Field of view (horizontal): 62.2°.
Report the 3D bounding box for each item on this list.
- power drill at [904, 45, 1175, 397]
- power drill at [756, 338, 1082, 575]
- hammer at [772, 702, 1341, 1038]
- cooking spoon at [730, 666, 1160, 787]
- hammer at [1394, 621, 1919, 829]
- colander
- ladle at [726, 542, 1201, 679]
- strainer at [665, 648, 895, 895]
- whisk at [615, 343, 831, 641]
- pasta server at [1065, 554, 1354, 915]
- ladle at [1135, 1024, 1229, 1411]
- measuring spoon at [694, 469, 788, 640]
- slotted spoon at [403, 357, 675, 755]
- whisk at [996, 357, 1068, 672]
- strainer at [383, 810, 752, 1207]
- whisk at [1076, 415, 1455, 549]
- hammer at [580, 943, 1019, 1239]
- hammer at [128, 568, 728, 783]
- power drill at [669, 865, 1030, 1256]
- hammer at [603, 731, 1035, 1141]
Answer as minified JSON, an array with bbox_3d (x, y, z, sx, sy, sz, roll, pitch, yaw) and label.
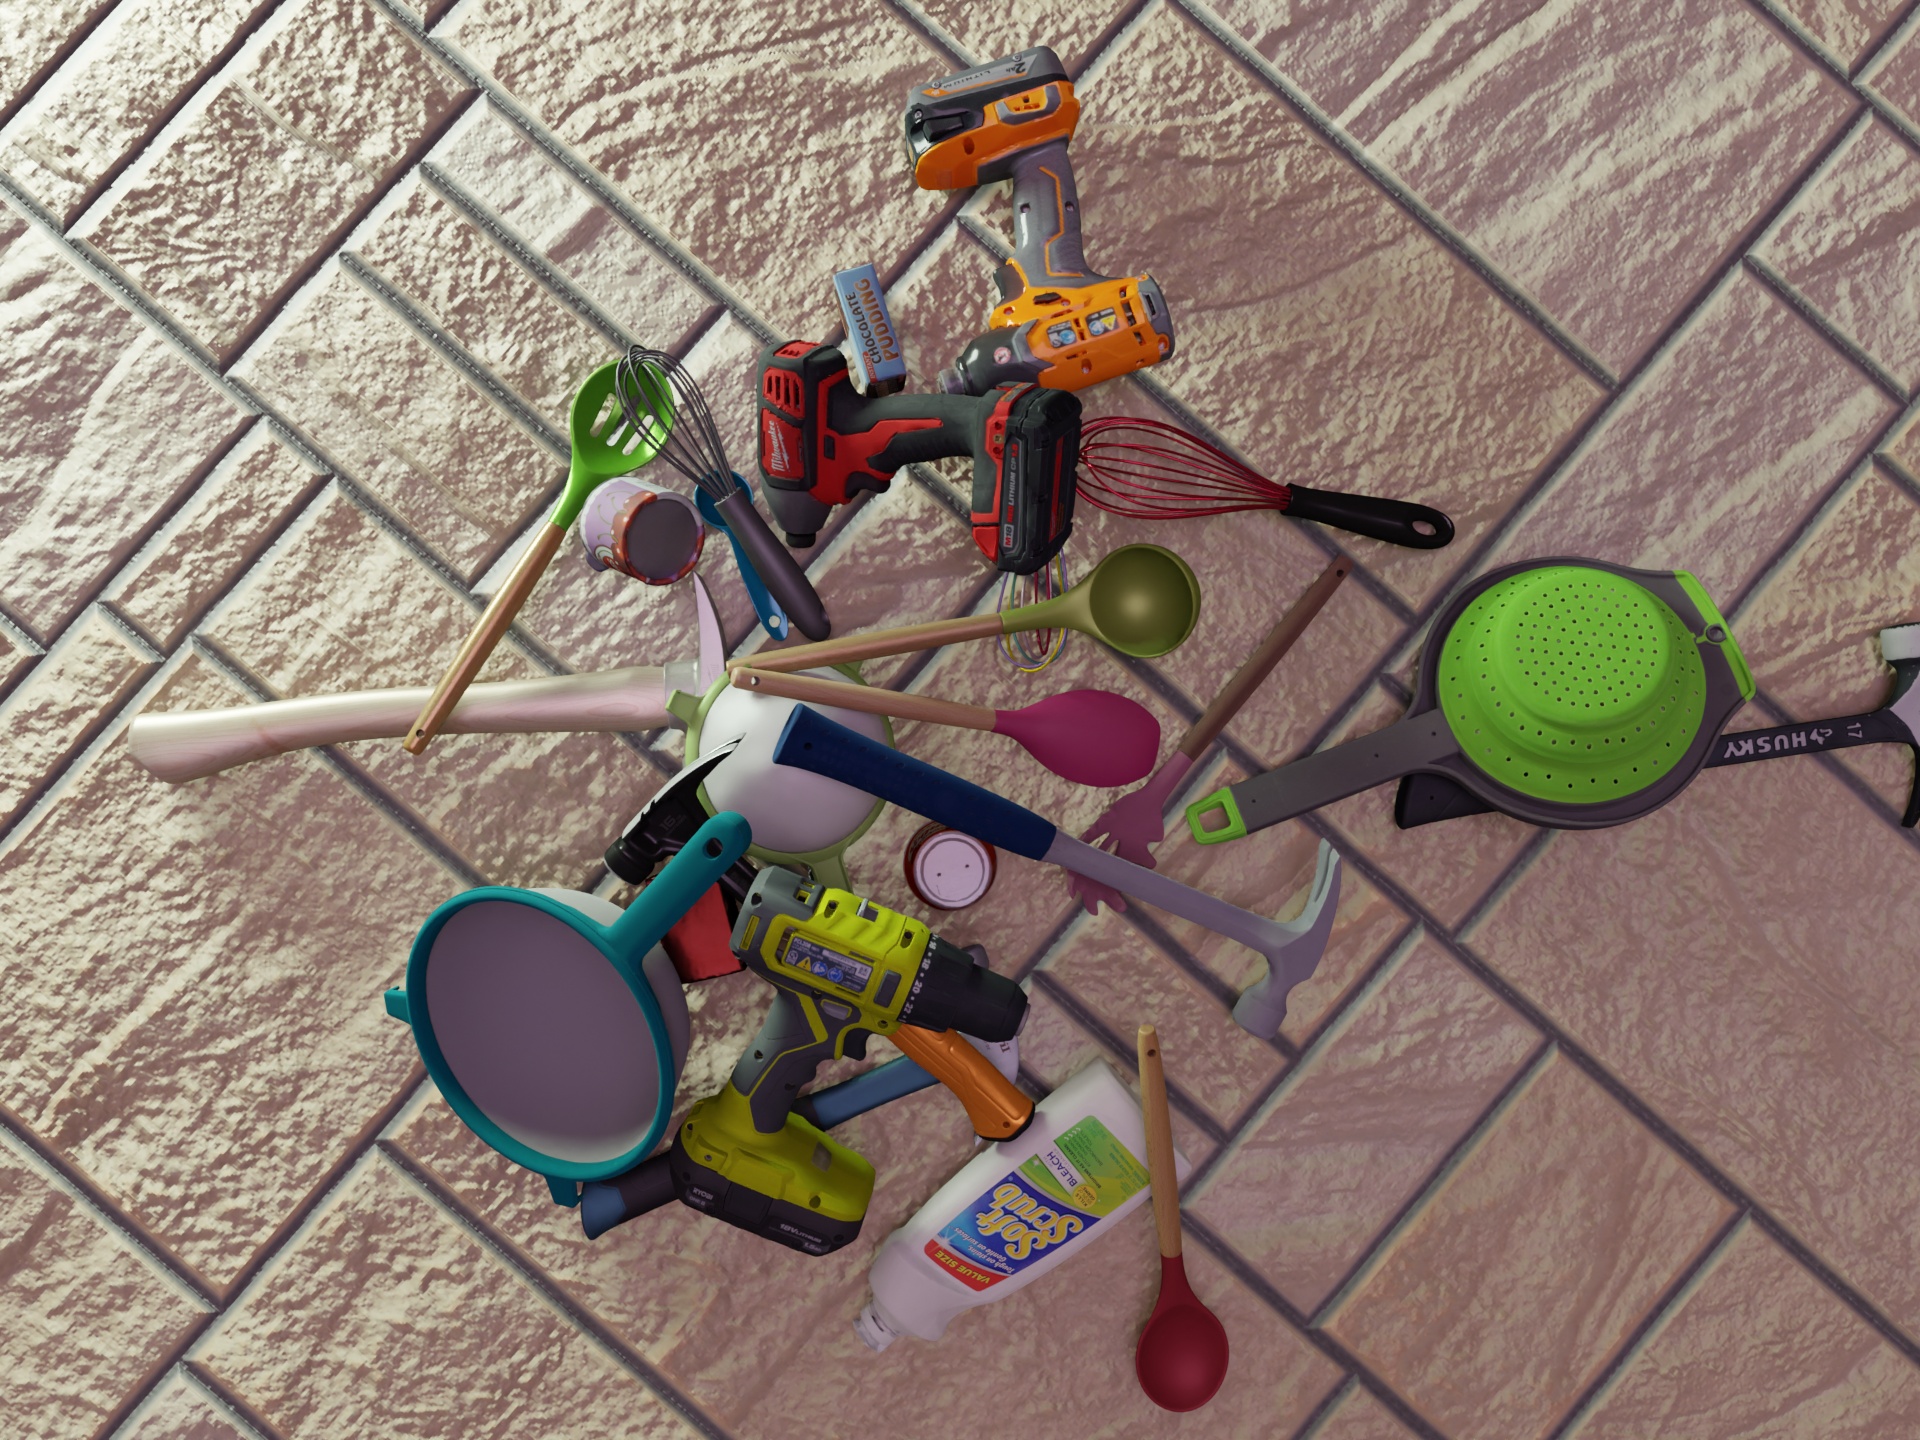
[{"bbox_3d":[0.035,-0.330,1.100,0.164,0.084,0.226,-19,84,-2],"label":"power drill"},{"bbox_3d":[-0.036,-0.171,1.074,0.220,0.078,0.143,13,118,18],"label":"power drill"},{"bbox_3d":[0.071,0.081,1.067,0.405,0.035,0.144,24,102,-13],"label":"hammer"},{"bbox_3d":[-0.002,-0.003,1.083,0.318,0.017,0.069,10,92,-22],"label":"cooking spoon"},{"bbox_3d":[0.514,0.032,1.147,0.409,0.036,0.149,-9,90,-2],"label":"hammer"},{"bbox_3d":[0.342,-0.006,1.086,0.397,0.094,0.205,-21,68,5],"label":"colander"},{"bbox_3d":[0.003,-0.060,1.061,0.320,0.062,0.078,-10,98,-6],"label":"ladle"},{"bbox_3d":[-0.091,0.072,1.081,0.151,0.069,0.256,-17,90,-22],"label":"strainer"},{"bbox_3d":[-0.159,-0.152,1.093,0.055,0.055,0.238,-35,107,-3],"label":"whisk"},{"bbox_3d":[0.180,0.006,1.131,0.060,0.040,0.316,41,86,-16],"label":"pasta server"},{"bbox_3d":[0.139,0.339,1.073,0.069,0.031,0.315,-13,114,-11],"label":"ladle"},{"bbox_3d":[-0.153,-0.116,1.132,0.042,0.021,0.128,-24,99,-17],"label":"measuring spoon"},{"bbox_3d":[-0.294,-0.113,1.096,0.070,0.031,0.314,31,78,-7],"label":"slotted spoon"},{"bbox_3d":[0.062,-0.155,1.127,0.051,0.047,0.245,6,85,-18],"label":"whisk"},{"bbox_3d":[-0.219,0.153,1.033,0.211,0.095,0.340,47,119,4],"label":"strainer"},{"bbox_3d":[0.213,-0.160,1.128,0.295,0.073,0.073,10,88,-9],"label":"whisk"},{"bbox_3d":[-0.113,0.279,1.115,0.331,0.033,0.128,-23,89,-3],"label":"hammer"},{"bbox_3d":[-0.366,-0.016,1.109,0.410,0.038,0.146,-5,88,-2],"label":"hammer"},{"bbox_3d":[-0.077,0.224,1.025,0.190,0.080,0.228,22,108,-1],"label":"power drill"},{"bbox_3d":[-0.073,0.159,1.060,0.336,0.034,0.127,43,108,-9],"label":"hammer"}]
